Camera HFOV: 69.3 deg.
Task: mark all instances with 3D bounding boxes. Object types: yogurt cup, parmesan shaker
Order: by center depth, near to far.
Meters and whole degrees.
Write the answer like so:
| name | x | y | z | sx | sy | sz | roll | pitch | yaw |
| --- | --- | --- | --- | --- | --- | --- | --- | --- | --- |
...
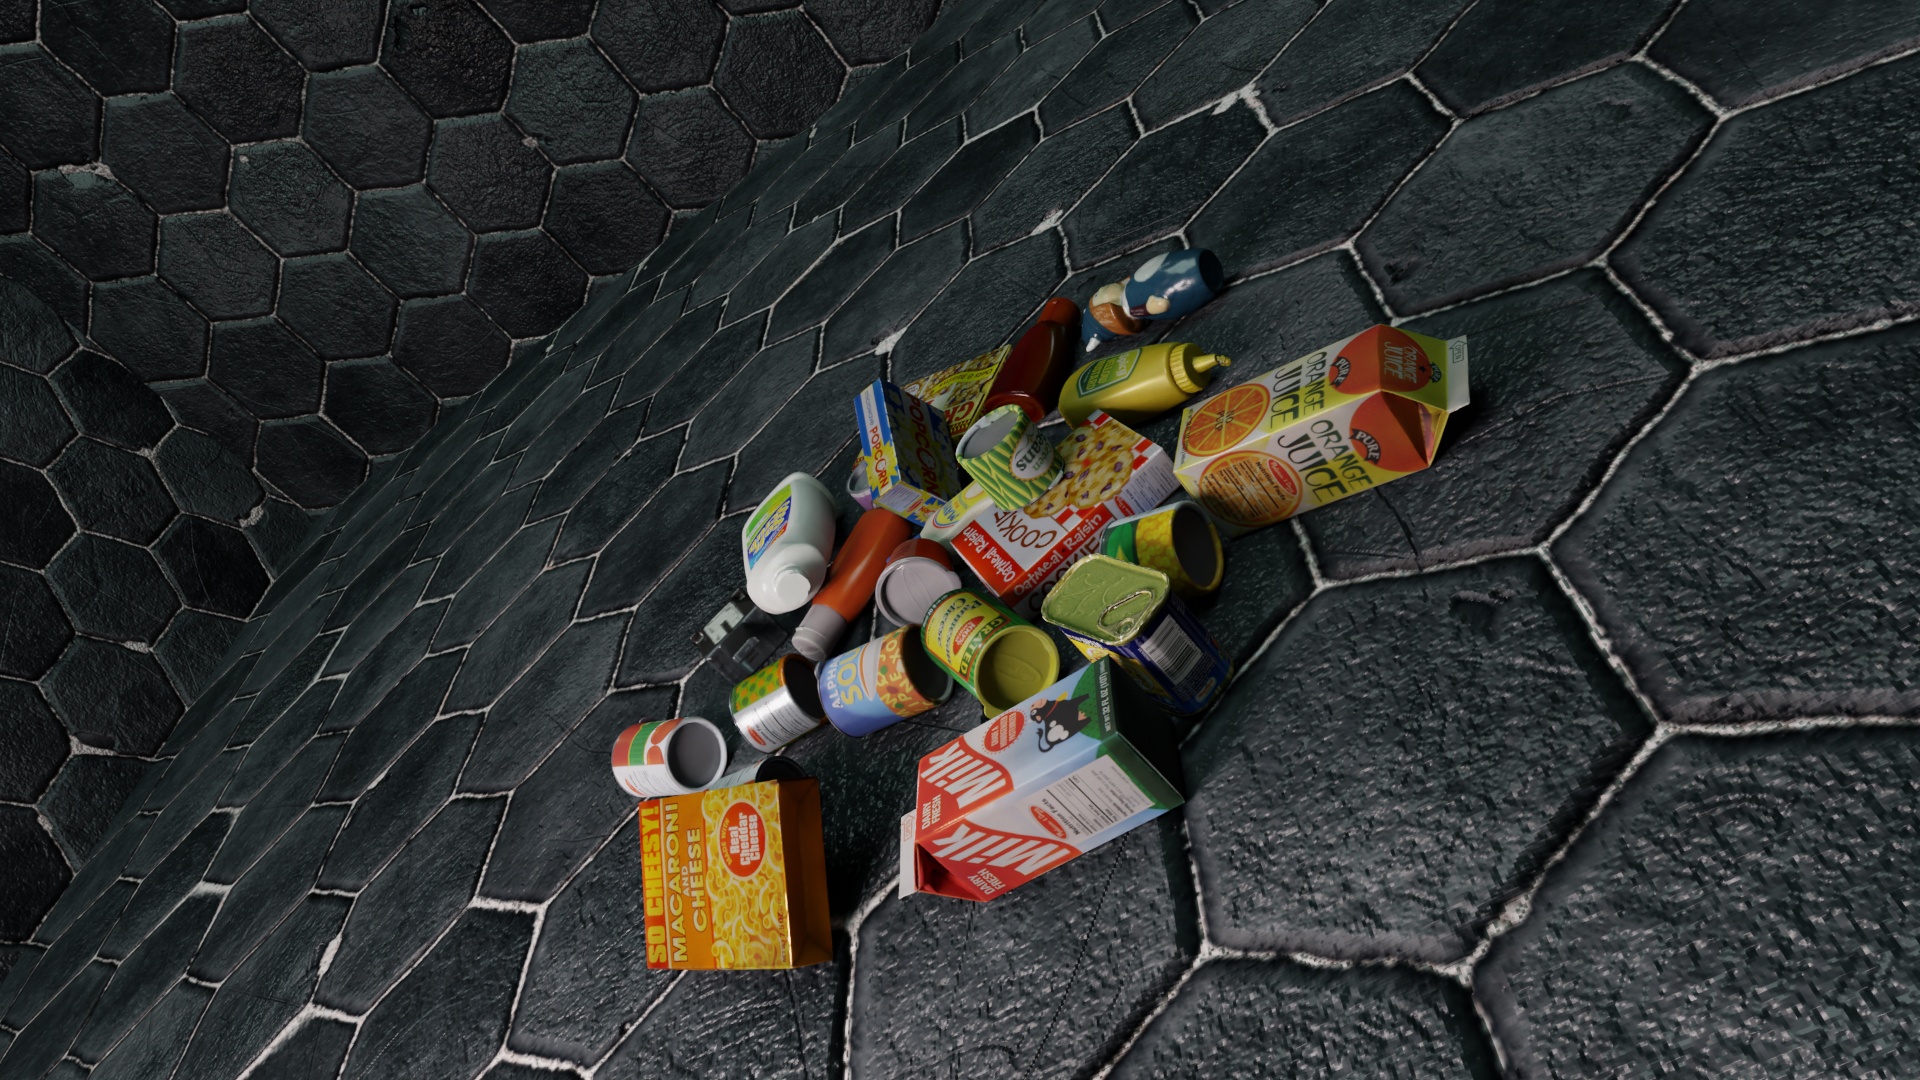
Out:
| name | x | y | z | sx | sy | sz | roll | pitch | yaw |
| --- | --- | --- | --- | --- | --- | --- | --- | --- | --- |
| parmesan shaker | 0.018 | 0.081 | 1.005 | 0.071 | 0.071 | 0.103 | -47 | 27 | -7 |
| yogurt cup | -0.034 | 0.033 | 1.147 | 0.072 | 0.072 | 0.054 | -34 | 20 | 17 |

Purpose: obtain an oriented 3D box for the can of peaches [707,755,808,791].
| name | x | y | z | sx | sy | sz | roll | pitch | yaw |
| --- | --- | --- | --- | --- | --- | --- | --- | --- | --- |
| can of peaches | -0.151 | 0.205 | 1.053 | 0.058 | 0.071 | 0.071 | -26 | 32 | 31 |

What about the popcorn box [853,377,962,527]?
| name | x | y | z | sx | sy | sz | roll | pitch | yaw |
| --- | --- | --- | --- | --- | --- | --- | --- | --- | --- |
| popcorn box | -0.046 | -0.077 | 1.252 | 0.038 | 0.085 | 0.127 | -36 | 48 | 29 |

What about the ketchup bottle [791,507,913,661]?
| name | x | y | z | sx | sy | sz | roll | pitch | yaw |
| --- | --- | --- | --- | --- | --- | --- | --- | --- | --- |
| ketchup bottle | -0.100 | 0.039 | 1.246 | 0.064 | 0.043 | 0.149 | -16 | 37 | 52 |

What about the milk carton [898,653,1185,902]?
| name | x | y | z | sx | sy | sz | roll | pitch | yaw |
| --- | --- | --- | --- | --- | --- | --- | --- | --- | --- |
| milk carton | 0.036 | 0.157 | 0.860 | 0.190 | 0.073 | 0.073 | -32 | 29 | 21 |

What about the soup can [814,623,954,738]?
| name | x | y | z | sx | sy | sz | roll | pitch | yaw |
| --- | --- | --- | --- | --- | --- | --- | --- | --- | --- |
| soup can | -0.058 | 0.106 | 1.064 | 0.083 | 0.071 | 0.072 | -26 | 31 | 30 |

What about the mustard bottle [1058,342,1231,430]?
| name | x | y | z | sx | sy | sz | roll | pitch | yaw |
| --- | --- | --- | --- | --- | --- | --- | --- | --- | --- |
| mustard bottle | 0.155 | -0.132 | 1.147 | 0.160 | 0.048 | 0.065 | -15 | 39 | 43 |

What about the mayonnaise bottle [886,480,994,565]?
| name | x | y | z | sx | sy | sz | roll | pitch | yaw |
| --- | --- | --- | --- | --- | --- | --- | --- | --- | --- |
| mayonnaise bottle | 0.004 | -0.015 | 1.187 | 0.148 | 0.041 | 0.065 | -38 | 28 | 7 |

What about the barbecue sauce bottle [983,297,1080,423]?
| name | x | y | z | sx | sy | sz | roll | pitch | yaw |
| --- | --- | --- | --- | --- | --- | --- | --- | --- | --- |
| barbecue sauce bottle | 0.075 | -0.172 | 1.318 | 0.065 | 0.043 | 0.149 | -9 | 41 | 38 |

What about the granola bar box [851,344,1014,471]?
| name | x | y | z | sx | sy | sz | roll | pitch | yaw |
| --- | --- | --- | --- | --- | --- | --- | --- | --- | --- |
| granola bar box | -0.020 | -0.120 | 1.374 | 0.165 | 0.039 | 0.125 | -15 | 38 | 43 |

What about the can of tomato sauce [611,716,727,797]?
| name | x | y | z | sx | sy | sz | roll | pitch | yaw |
| --- | --- | --- | --- | --- | --- | --- | --- | --- | --- |
| can of tomato sauce | -0.253 | 0.187 | 1.212 | 0.083 | 0.071 | 0.071 | -13 | 39 | 44 |

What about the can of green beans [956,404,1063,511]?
| name | x | y | z | sx | sy | sz | roll | pitch | yaw |
| --- | --- | --- | --- | --- | --- | --- | --- | --- | --- |
| can of green beans | 0.039 | -0.066 | 1.107 | 0.071 | 0.057 | 0.071 | -32 | 28 | 19 |

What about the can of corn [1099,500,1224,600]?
| name | x | y | z | sx | sy | sz | roll | pitch | yaw |
| --- | --- | --- | --- | --- | --- | --- | --- | --- | --- |
| can of corn | 0.138 | 0.013 | 0.944 | 0.058 | 0.071 | 0.071 | -18 | 36 | 39 |

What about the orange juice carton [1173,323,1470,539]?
| name | x | y | z | sx | sy | sz | roll | pitch | yaw |
| --- | --- | --- | --- | --- | --- | --- | --- | --- | --- |
| orange juice carton | 0.244 | -0.077 | 0.920 | 0.192 | 0.073 | 0.072 | -23 | 33 | 34 |

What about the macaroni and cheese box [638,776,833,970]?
| name | x | y | z | sx | sy | sz | roll | pitch | yaw |
| --- | --- | --- | --- | --- | --- | --- | --- | --- | --- |
| macaroni and cheese box | -0.162 | 0.237 | 0.980 | 0.166 | 0.040 | 0.124 | -17 | 74 | 42 |

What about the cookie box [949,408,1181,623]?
| name | x | y | z | sx | sy | sz | roll | pitch | yaw |
| --- | --- | --- | --- | --- | --- | --- | --- | --- | --- |
| cookie box | 0.081 | -0.021 | 1.096 | 0.167 | 0.040 | 0.123 | -42 | 27 | -1 |

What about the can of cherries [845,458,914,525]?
| name | x | y | z | sx | sy | sz | roll | pitch | yaw |
| --- | --- | --- | --- | --- | --- | --- | --- | --- | --- |
| can of cherries | -0.064 | -0.048 | 1.309 | 0.071 | 0.058 | 0.072 | -32 | 28 | 20 |

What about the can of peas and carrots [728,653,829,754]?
| name | x | y | z | sx | sy | sz | roll | pitch | yaw |
| --- | --- | --- | --- | --- | --- | --- | --- | --- | --- |
| can of peas and carrots | -0.147 | 0.133 | 1.150 | 0.058 | 0.071 | 0.071 | -31 | 29 | 21 |
